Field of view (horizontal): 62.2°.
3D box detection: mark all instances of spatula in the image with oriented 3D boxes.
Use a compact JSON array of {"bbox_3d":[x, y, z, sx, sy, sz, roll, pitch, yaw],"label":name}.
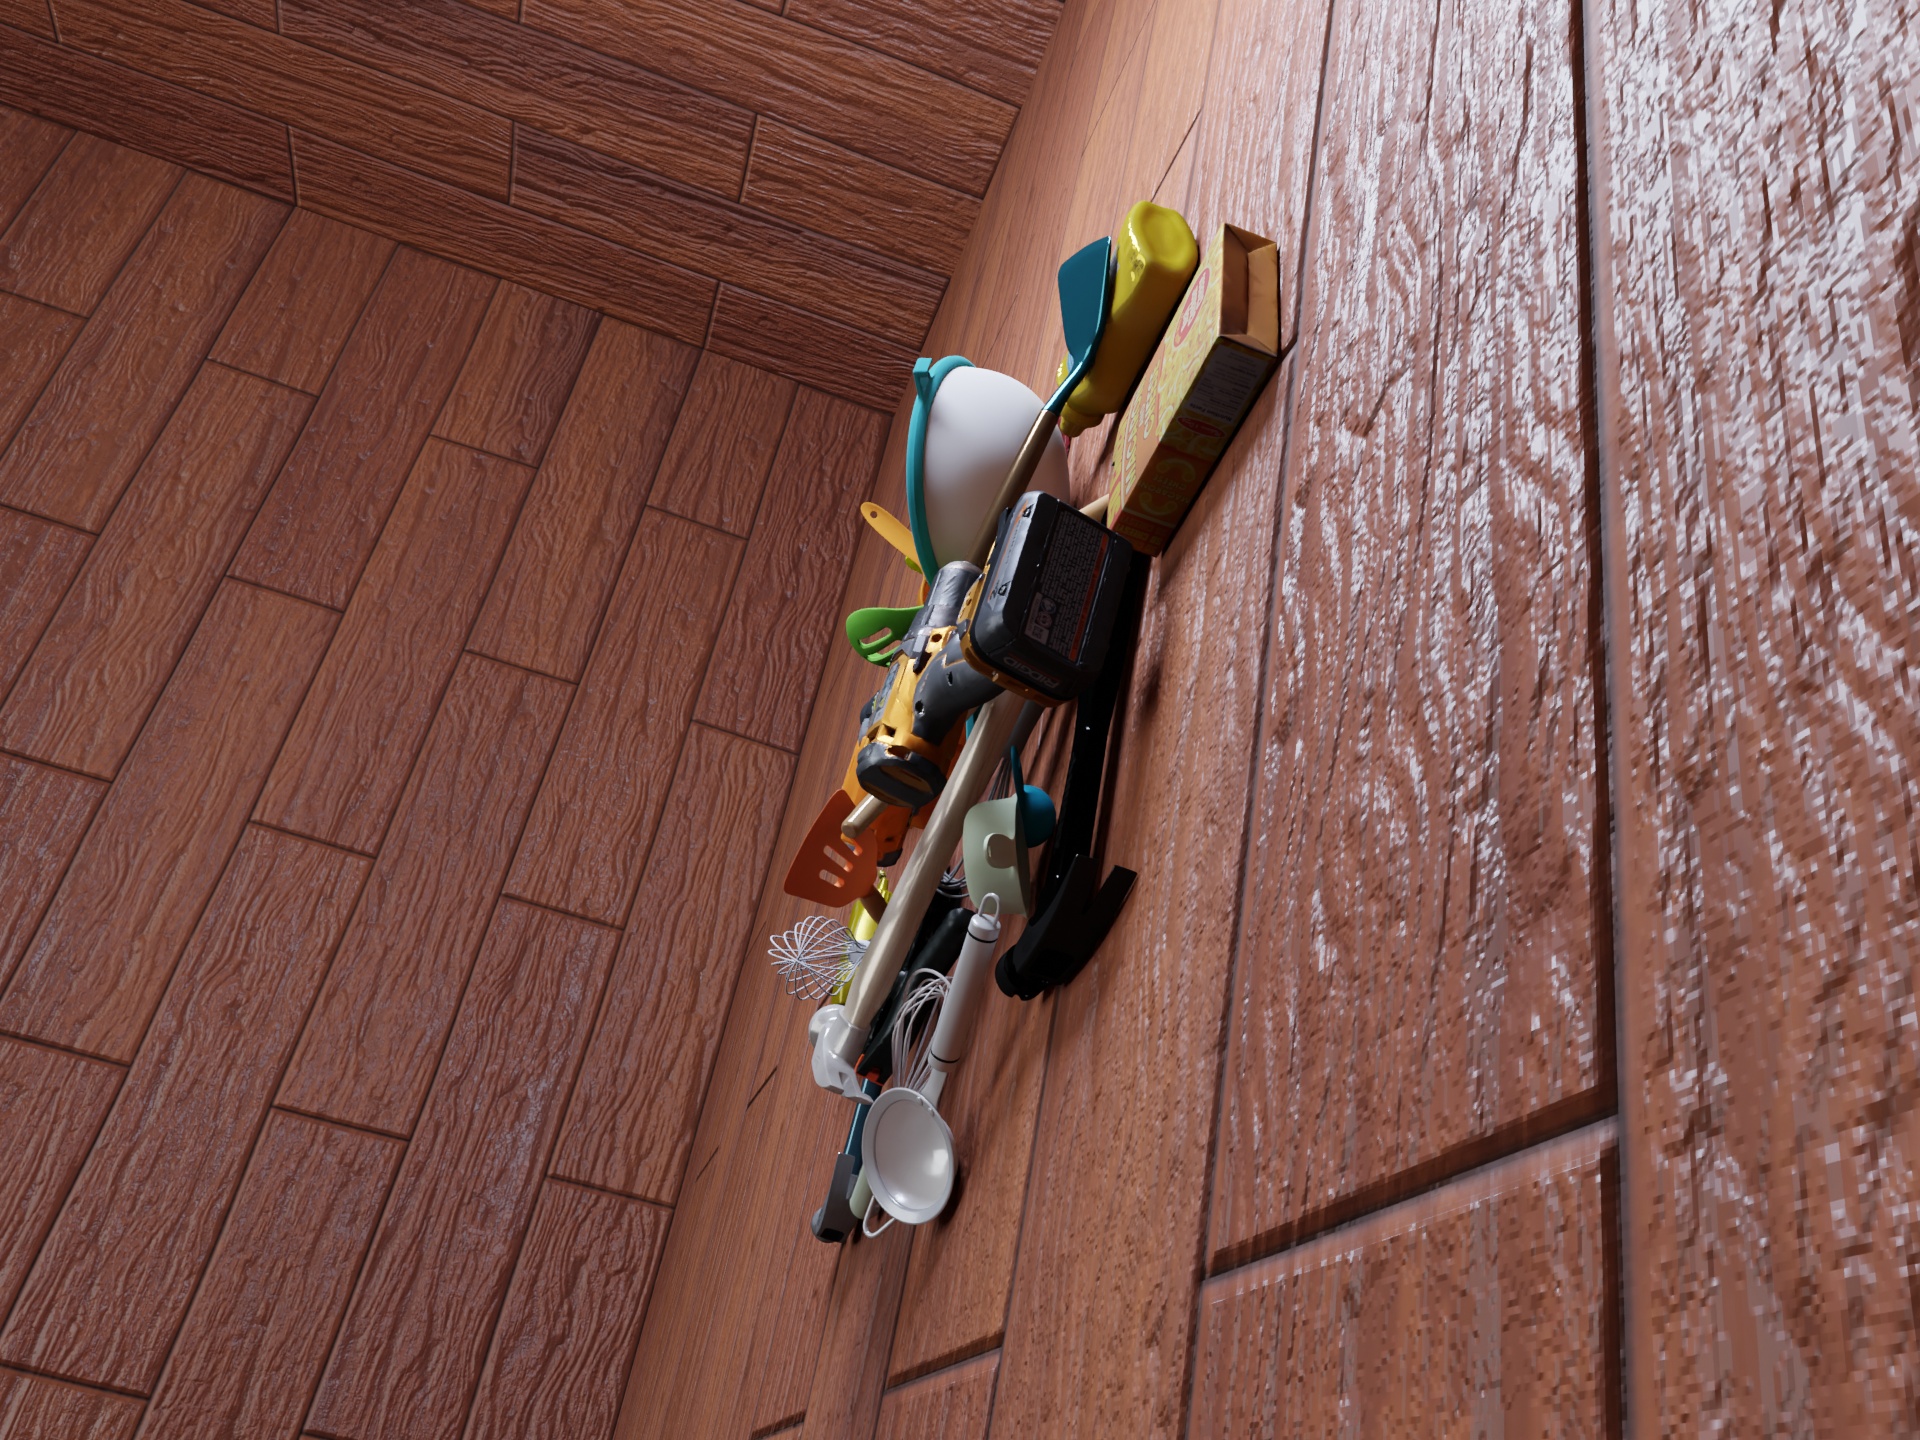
[{"bbox_3d":[-0.079,0.129,1.224,0.081,0.041,0.322,-61,-9,-12],"label":"spatula"},{"bbox_3d":[0.046,-0.210,1.181,0.082,0.044,0.317,-5,57,65],"label":"spatula"}]

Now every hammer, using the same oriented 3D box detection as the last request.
[{"bbox_3d":[-0.004,0.068,1.113,0.410,0.038,0.146,-65,11,1],"label":"hammer"},{"bbox_3d":[-0.063,0.263,1.321,0.128,0.033,0.331,117,169,-67],"label":"hammer"},{"bbox_3d":[0.083,-0.004,0.974,0.146,0.035,0.335,122,164,-58],"label":"hammer"}]

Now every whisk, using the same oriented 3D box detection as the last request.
[{"bbox_3d":[-0.092,0.198,1.344,0.284,0.070,0.070,26,-99,-75],"label":"whisk"},{"bbox_3d":[-0.043,0.277,1.155,0.059,0.057,0.246,40,127,32],"label":"whisk"},{"bbox_3d":[0.036,0.025,1.181,0.055,0.055,0.239,-105,39,-74],"label":"whisk"}]

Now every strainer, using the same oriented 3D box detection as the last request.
[{"bbox_3d":[0.041,-0.131,1.311,0.211,0.095,0.340,-17,-75,-68],"label":"strainer"},{"bbox_3d":[-0.010,0.220,1.002,0.087,0.050,0.258,36,120,39],"label":"strainer"}]

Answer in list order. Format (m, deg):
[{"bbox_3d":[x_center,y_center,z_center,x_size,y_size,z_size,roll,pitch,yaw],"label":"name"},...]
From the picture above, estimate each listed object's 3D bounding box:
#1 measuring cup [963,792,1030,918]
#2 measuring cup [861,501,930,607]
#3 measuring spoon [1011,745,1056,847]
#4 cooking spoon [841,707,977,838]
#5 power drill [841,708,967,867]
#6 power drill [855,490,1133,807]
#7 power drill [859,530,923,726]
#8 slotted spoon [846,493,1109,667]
[{"bbox_3d":[0.015,0.085,0.997,0.167,0.038,0.083,31,-126,-78],"label":"measuring cup"},{"bbox_3d":[-0.029,-0.137,1.481,0.095,0.173,0.052,-48,0,-11],"label":"measuring cup"},{"bbox_3d":[0.047,0.045,1.014,0.128,0.021,0.042,73,-166,-64],"label":"measuring spoon"},{"bbox_3d":[-0.002,-0.004,1.181,0.319,0.017,0.068,-47,-16,-47],"label":"cooking spoon"},{"bbox_3d":[-0.042,0.028,1.350,0.226,0.084,0.164,-26,-45,-80],"label":"power drill"},{"bbox_3d":[0.018,-0.059,1.019,0.226,0.084,0.185,-39,28,54],"label":"power drill"},{"bbox_3d":[-0.031,-0.087,1.598,0.190,0.080,0.229,-17,55,64],"label":"power drill"},{"bbox_3d":[0.019,-0.106,1.200,0.314,0.070,0.031,-28,34,41],"label":"slotted spoon"}]
